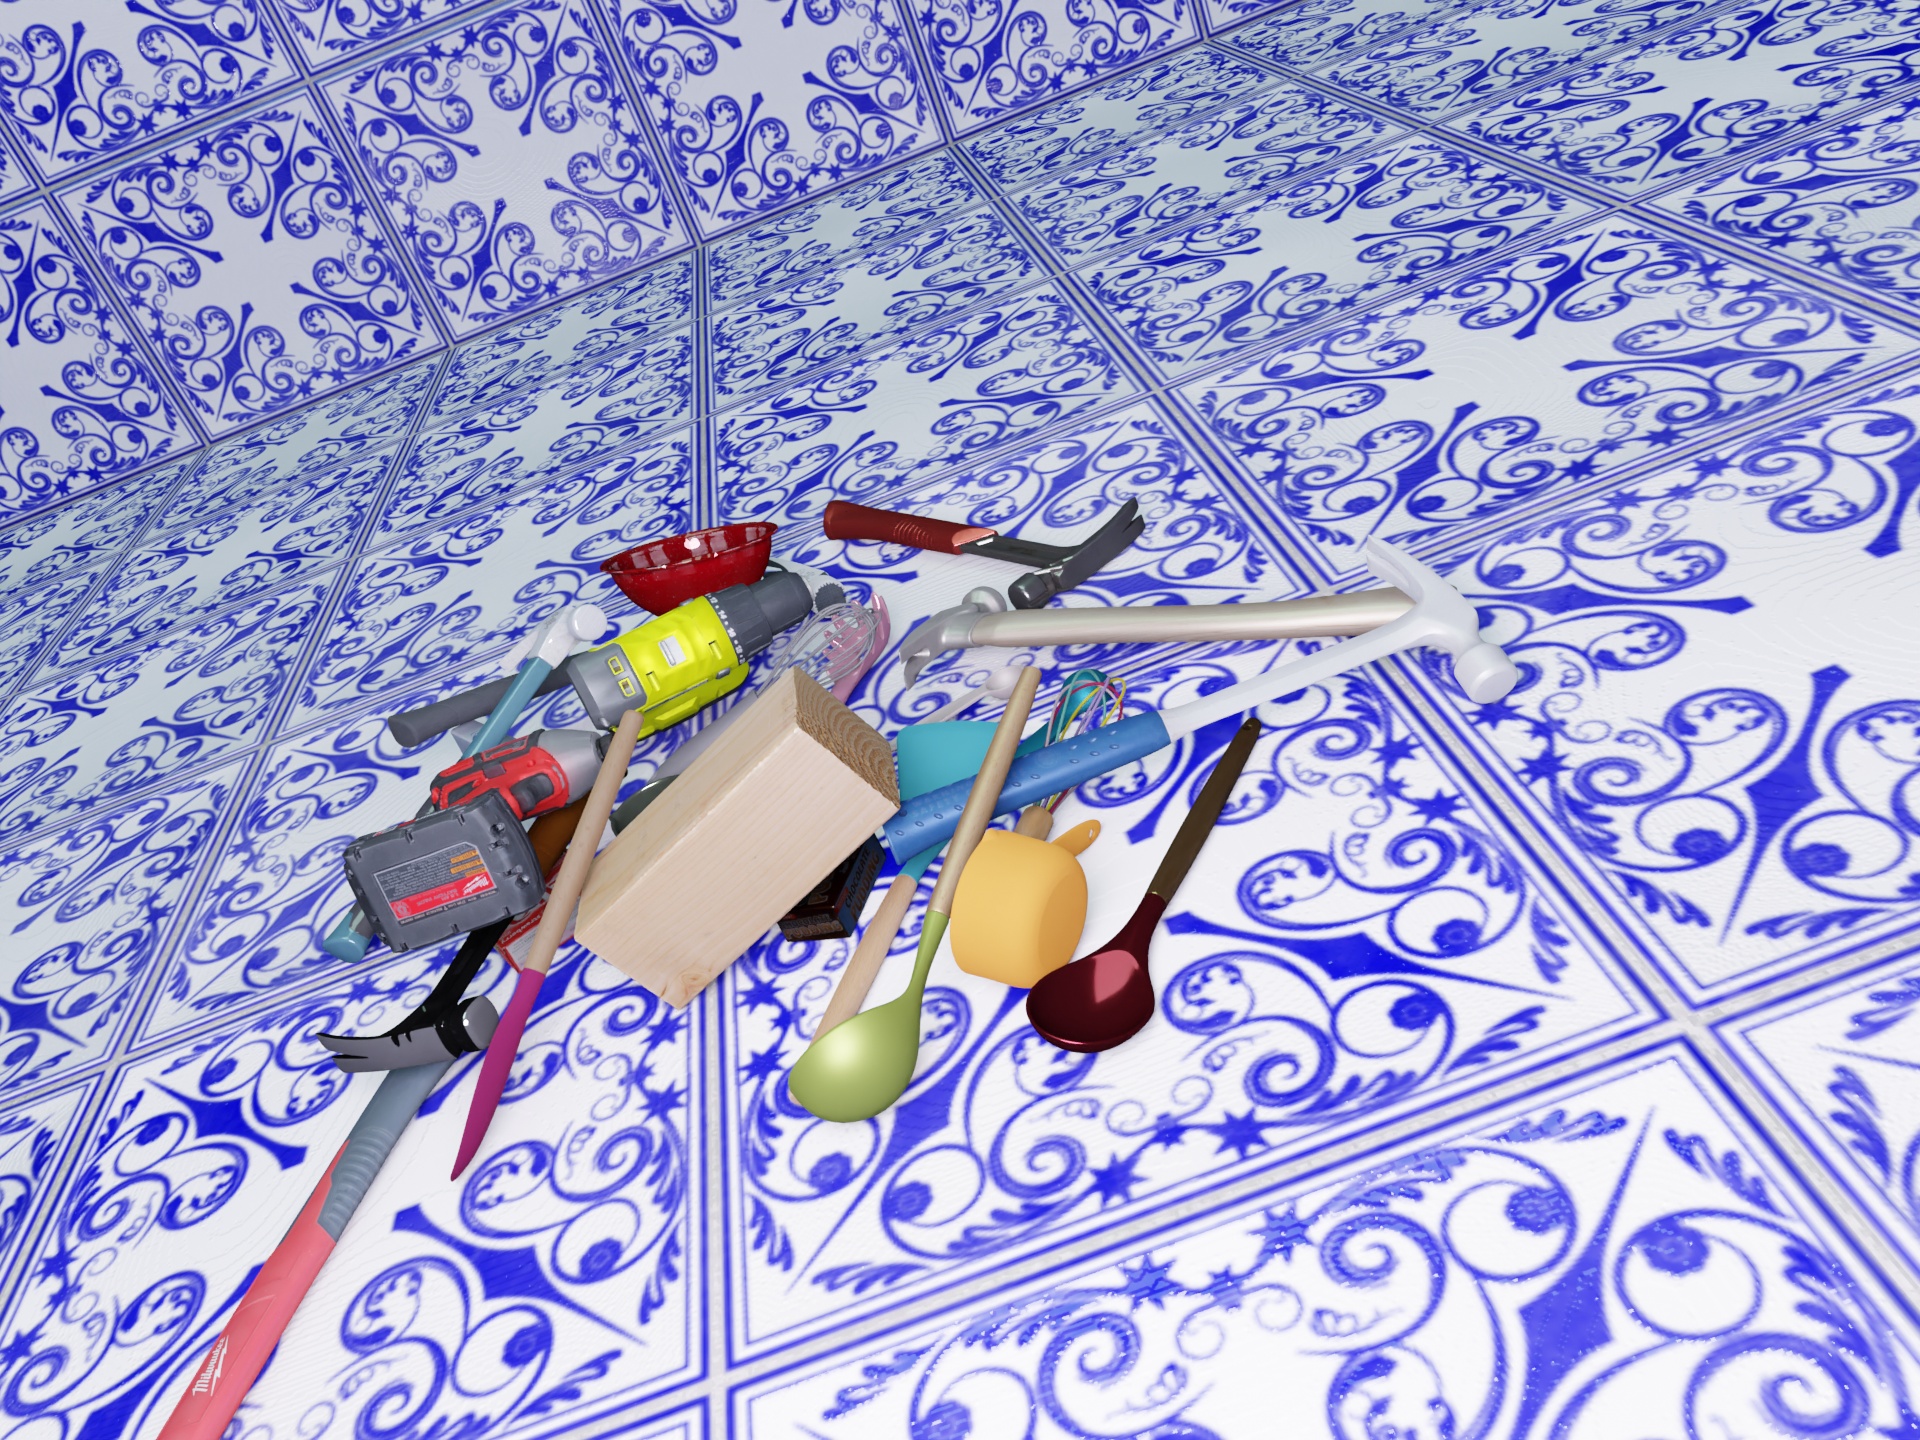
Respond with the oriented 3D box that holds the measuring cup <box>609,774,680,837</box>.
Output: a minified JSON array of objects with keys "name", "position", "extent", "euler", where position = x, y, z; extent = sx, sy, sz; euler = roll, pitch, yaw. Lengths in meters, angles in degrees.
[{"name":"measuring cup","position":[-0.226,0.104,1.169],"extent":[0.083,0.038,0.168],"euler":[-14,33,15]}]

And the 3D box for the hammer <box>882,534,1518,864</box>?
[{"name":"hammer","position":[0.139,-0.003,1.030],"extent":[0.405,0.035,0.144],"euler":[-21,49,-3]}]

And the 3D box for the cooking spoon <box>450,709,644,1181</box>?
[{"name":"cooking spoon","position":[-0.262,0.136,1.017],"extent":[0.017,0.068,0.319],"euler":[19,68,-6]}]

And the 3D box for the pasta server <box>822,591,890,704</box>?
[{"name":"pasta server","position":[-0.116,0.003,1.256],"extent":[0.060,0.040,0.316],"euler":[-19,29,31]}]

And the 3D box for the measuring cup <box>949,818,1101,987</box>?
[{"name":"measuring cup","position":[0.061,0.099,0.959],"extent":[0.052,0.095,0.173],"euler":[13,25,31]}]

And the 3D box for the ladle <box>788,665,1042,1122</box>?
[{"name":"ladle","position":[-0.017,0.091,0.948],"extent":[0.062,0.078,0.320],"euler":[14,58,13]}]

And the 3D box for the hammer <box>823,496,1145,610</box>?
[{"name":"hammer","position":[-0.003,-0.173,1.462],"extent":[0.149,0.036,0.359],"euler":[-39,34,-26]}]

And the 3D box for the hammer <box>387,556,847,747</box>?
[{"name":"hammer","position":[-0.312,-0.064,1.436],"extent":[0.409,0.036,0.149],"euler":[-22,26,-18]}]

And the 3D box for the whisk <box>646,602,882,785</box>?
[{"name":"whisk","position":[-0.157,-0.013,1.260],"extent":[0.239,0.055,0.055],"euler":[-39,29,7]}]

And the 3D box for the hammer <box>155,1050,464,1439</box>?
[{"name":"hammer","position":[-0.403,0.318,0.945],"extent":[0.143,0.038,0.387],"euler":[-12,32,21]}]

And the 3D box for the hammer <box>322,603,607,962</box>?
[{"name":"hammer","position":[-0.400,0.047,1.273],"extent":[0.128,0.033,0.331],"euler":[-3,52,58]}]

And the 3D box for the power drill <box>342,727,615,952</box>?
[{"name":"power drill","position":[-0.319,0.066,1.096],"extent":[0.143,0.078,0.220],"euler":[-19,16,8]}]

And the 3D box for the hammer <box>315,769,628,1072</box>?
[{"name":"hammer","position":[-0.324,0.121,1.140],"extent":[0.127,0.034,0.337],"euler":[-13,28,20]}]

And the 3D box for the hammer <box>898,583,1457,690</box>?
[{"name":"hammer","position":[0.152,-0.067,1.168],"extent":[0.411,0.038,0.146],"euler":[-1,23,30]}]

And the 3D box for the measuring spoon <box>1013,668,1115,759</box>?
[{"name":"measuring spoon","position":[0.064,-0.002,1.155],"extent":[0.042,0.021,0.128],"euler":[11,42,44]}]

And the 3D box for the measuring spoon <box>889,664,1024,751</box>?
[{"name":"measuring spoon","position":[-0.002,-0.004,1.218],"extent":[0.124,0.018,0.034],"euler":[-30,26,0]}]

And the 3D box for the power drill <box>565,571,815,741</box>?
[{"name":"power drill","position":[-0.216,-0.051,1.270],"extent":[0.190,0.080,0.228],"euler":[-28,2,-14]}]

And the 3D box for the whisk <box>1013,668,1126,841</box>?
[{"name":"whisk","position":[0.061,0.048,1.062],"extent":[0.047,0.051,0.245],"euler":[2,41,27]}]

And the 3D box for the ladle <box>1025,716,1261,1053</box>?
[{"name":"ladle","position":[0.126,0.092,0.962],"extent":[0.069,0.031,0.315],"euler":[14,42,24]}]

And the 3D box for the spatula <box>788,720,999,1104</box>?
[{"name":"spatula","position":[-0.049,0.114,1.026],"extent":[0.082,0.044,0.318],"euler":[-3,36,24]}]
